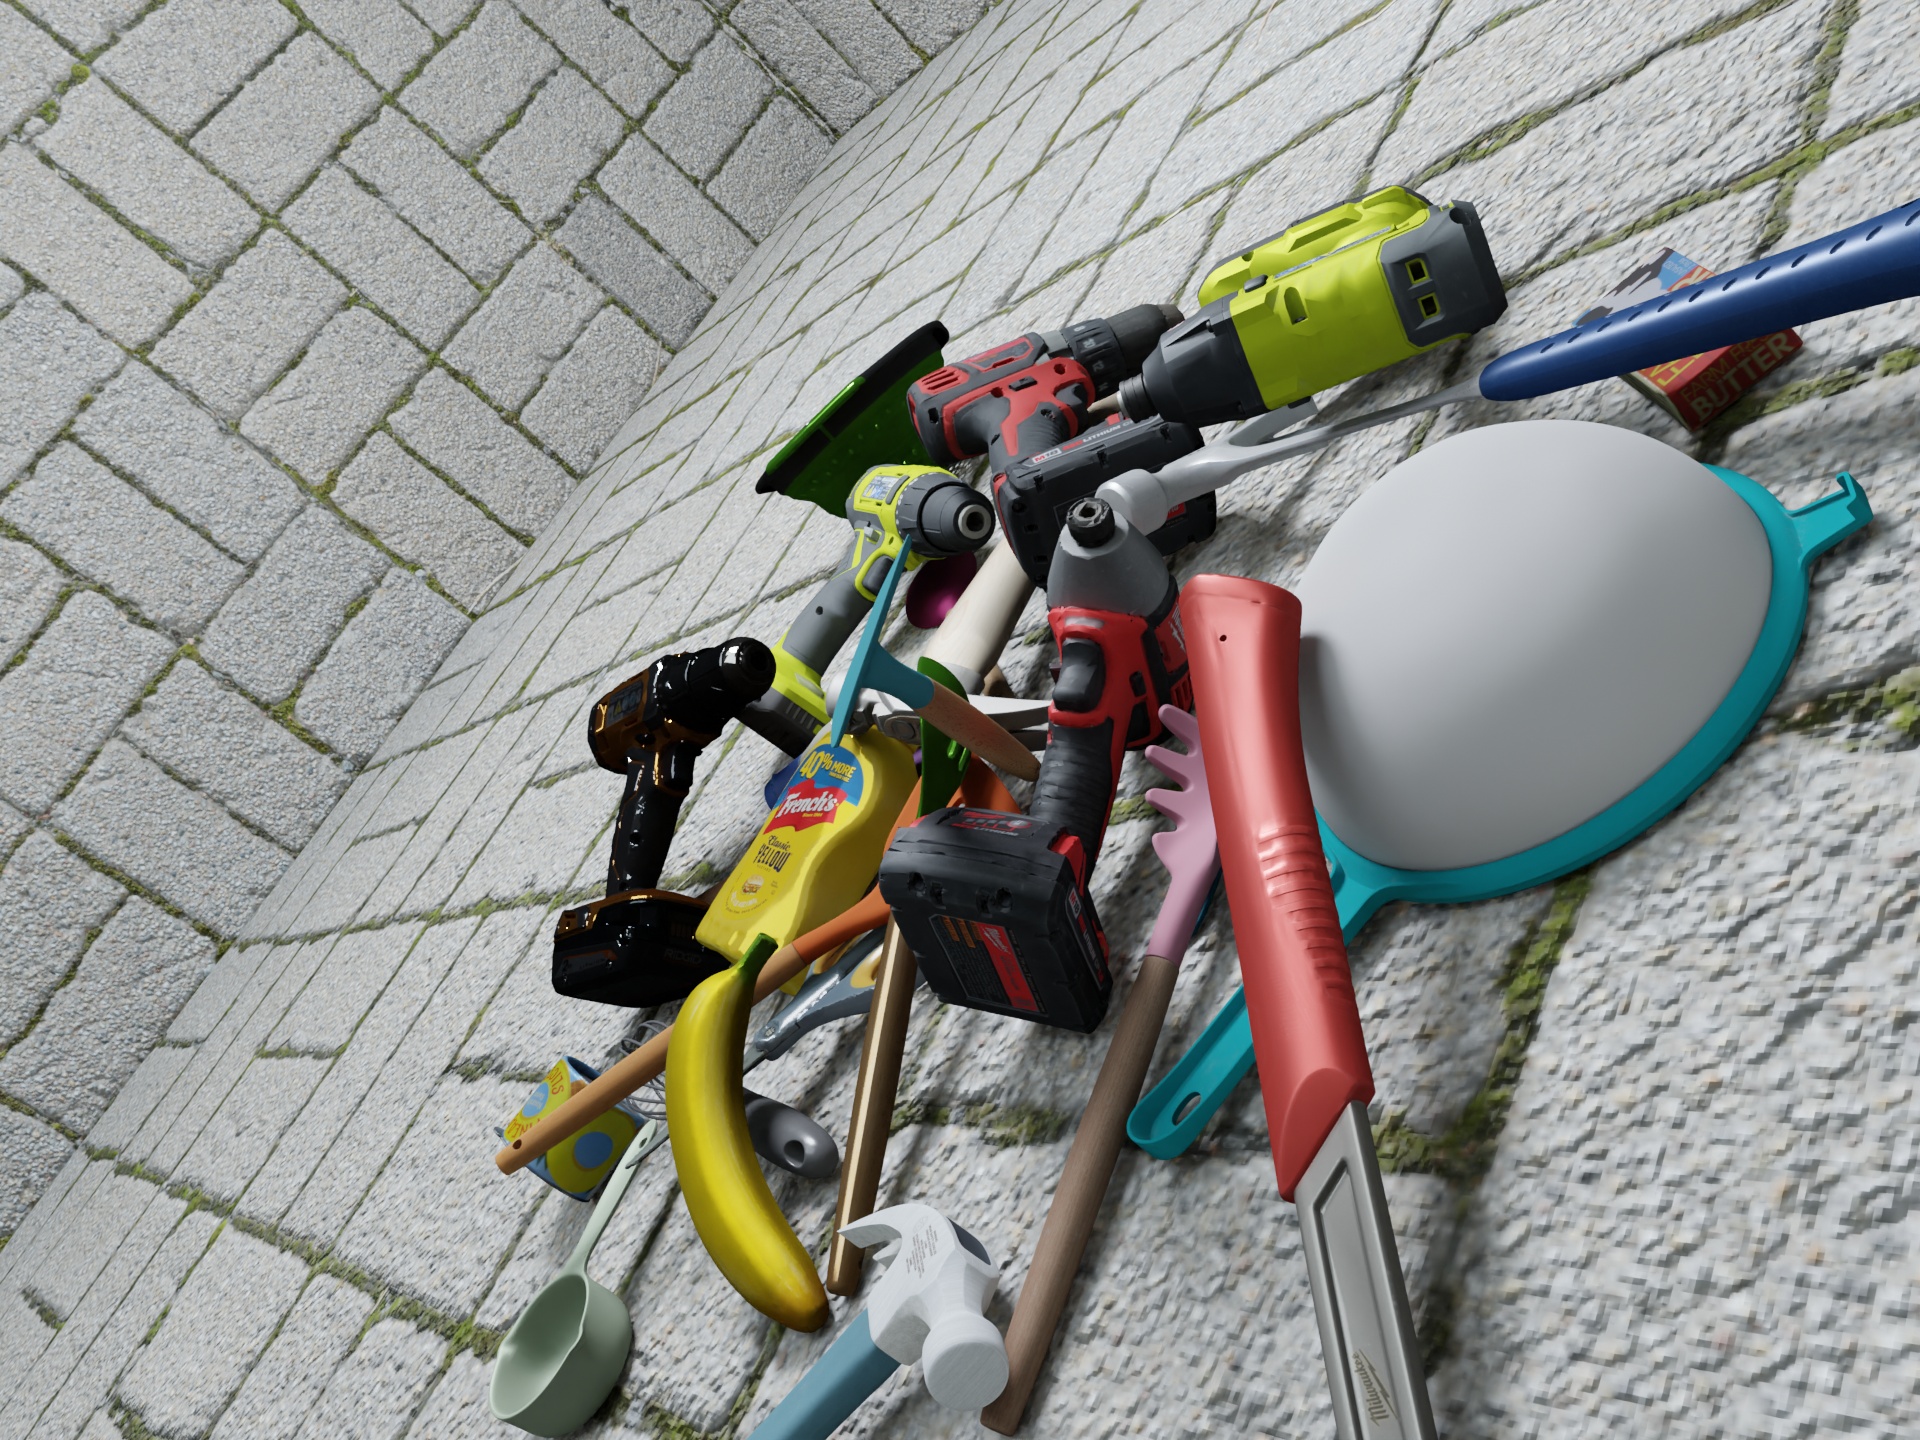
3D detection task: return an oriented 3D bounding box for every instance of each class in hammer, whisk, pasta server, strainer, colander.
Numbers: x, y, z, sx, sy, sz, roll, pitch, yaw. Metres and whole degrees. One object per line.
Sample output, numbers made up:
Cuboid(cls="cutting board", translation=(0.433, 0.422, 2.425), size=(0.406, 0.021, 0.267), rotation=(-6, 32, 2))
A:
Cuboid(cls="hammer", translation=(0.066, -0.132, 0.999), size=(0.146, 0.038, 0.411), rotation=(5, 45, 27))
Cuboid(cls="whisk", translation=(-0.129, 0.205, 0.848), size=(0.239, 0.055, 0.055), rotation=(4, 56, 57))
Cuboid(cls="pasta server", translation=(0.065, 0.117, 0.627), size=(0.060, 0.040, 0.316), rotation=(-22, 39, 57))
Cuboid(cls="hammer", translation=(0.225, -0.146, 0.682), size=(0.144, 0.035, 0.405), rotation=(-29, 11, -28))
Cuboid(cls="strainer", translation=(0.151, 0.006, 0.592), size=(0.340, 0.095, 0.211), rotation=(-50, 23, -6))
Cuboid(cls="hammer", translation=(-0.104, 0.319, 0.623), size=(0.331, 0.033, 0.128), rotation=(-48, 14, 7))
Cuboid(cls="hammer", translation=(0.100, 0.100, 0.498), size=(0.149, 0.036, 0.359), rotation=(-32, 44, 32))
Cuboid(cls="colander", translation=(-0.048, -0.249, 1.378), size=(0.204, 0.094, 0.397), rotation=(-40, 7, 20))

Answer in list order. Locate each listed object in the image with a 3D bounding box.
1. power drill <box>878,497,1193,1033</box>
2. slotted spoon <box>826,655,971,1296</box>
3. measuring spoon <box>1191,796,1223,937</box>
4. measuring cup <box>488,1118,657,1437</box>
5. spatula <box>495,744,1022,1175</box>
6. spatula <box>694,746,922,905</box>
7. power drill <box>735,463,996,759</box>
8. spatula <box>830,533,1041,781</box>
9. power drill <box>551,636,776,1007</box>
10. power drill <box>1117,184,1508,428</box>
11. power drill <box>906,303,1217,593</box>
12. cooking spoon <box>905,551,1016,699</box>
Cuboid(cls="power drill", translation=(0.047, 0.013, 0.710), size=(0.078, 0.143, 0.220), rotation=(8, 54, 24))
Cuboid(cls="slotted spoon", translation=(-0.027, 0.109, 0.755), size=(0.031, 0.070, 0.314), rotation=(2, 62, 15))
Cuboid(cls="measuring spoon", translation=(0.120, 0.043, 0.699), size=(0.042, 0.021, 0.129), rotation=(3, 63, 48))
Cuboid(cls="measuring cup", translation=(-0.184, 0.288, 0.826), size=(0.083, 0.038, 0.168), rotation=(-26, 30, 42))
Cuboid(cls="spatula", translation=(-0.108, 0.131, 0.825), size=(0.322, 0.041, 0.081), rotation=(-35, 46, -6))
Cuboid(cls="spatula", translation=(-0.121, 0.095, 1.037), size=(0.316, 0.018, 0.060), rotation=(-32, 33, 33))
Cuboid(cls="power drill", translation=(-0.070, -0.080, 1.117), size=(0.228, 0.080, 0.191), rotation=(-55, 24, -4))
Cuboid(cls="spatula", translation=(-0.001, -0.002, 0.718), size=(0.044, 0.317, 0.082), rotation=(16, 83, 21))
Cuboid(cls="power drill", translation=(-0.187, 0.060, 1.033), size=(0.185, 0.084, 0.226), rotation=(-23, 57, 46))
Cuboid(cls="power drill", translation=(0.171, -0.202, 0.784), size=(0.171, 0.080, 0.223), rotation=(-19, 14, 21))
Cuboid(cls="power drill", translation=(0.079, -0.181, 0.964), size=(0.188, 0.080, 0.227), rotation=(-22, 35, -3))
Cuboid(cls="cooking spoon", translation=(0.001, -0.061, 1.061), size=(0.069, 0.017, 0.319), rotation=(-45, 22, 8))
